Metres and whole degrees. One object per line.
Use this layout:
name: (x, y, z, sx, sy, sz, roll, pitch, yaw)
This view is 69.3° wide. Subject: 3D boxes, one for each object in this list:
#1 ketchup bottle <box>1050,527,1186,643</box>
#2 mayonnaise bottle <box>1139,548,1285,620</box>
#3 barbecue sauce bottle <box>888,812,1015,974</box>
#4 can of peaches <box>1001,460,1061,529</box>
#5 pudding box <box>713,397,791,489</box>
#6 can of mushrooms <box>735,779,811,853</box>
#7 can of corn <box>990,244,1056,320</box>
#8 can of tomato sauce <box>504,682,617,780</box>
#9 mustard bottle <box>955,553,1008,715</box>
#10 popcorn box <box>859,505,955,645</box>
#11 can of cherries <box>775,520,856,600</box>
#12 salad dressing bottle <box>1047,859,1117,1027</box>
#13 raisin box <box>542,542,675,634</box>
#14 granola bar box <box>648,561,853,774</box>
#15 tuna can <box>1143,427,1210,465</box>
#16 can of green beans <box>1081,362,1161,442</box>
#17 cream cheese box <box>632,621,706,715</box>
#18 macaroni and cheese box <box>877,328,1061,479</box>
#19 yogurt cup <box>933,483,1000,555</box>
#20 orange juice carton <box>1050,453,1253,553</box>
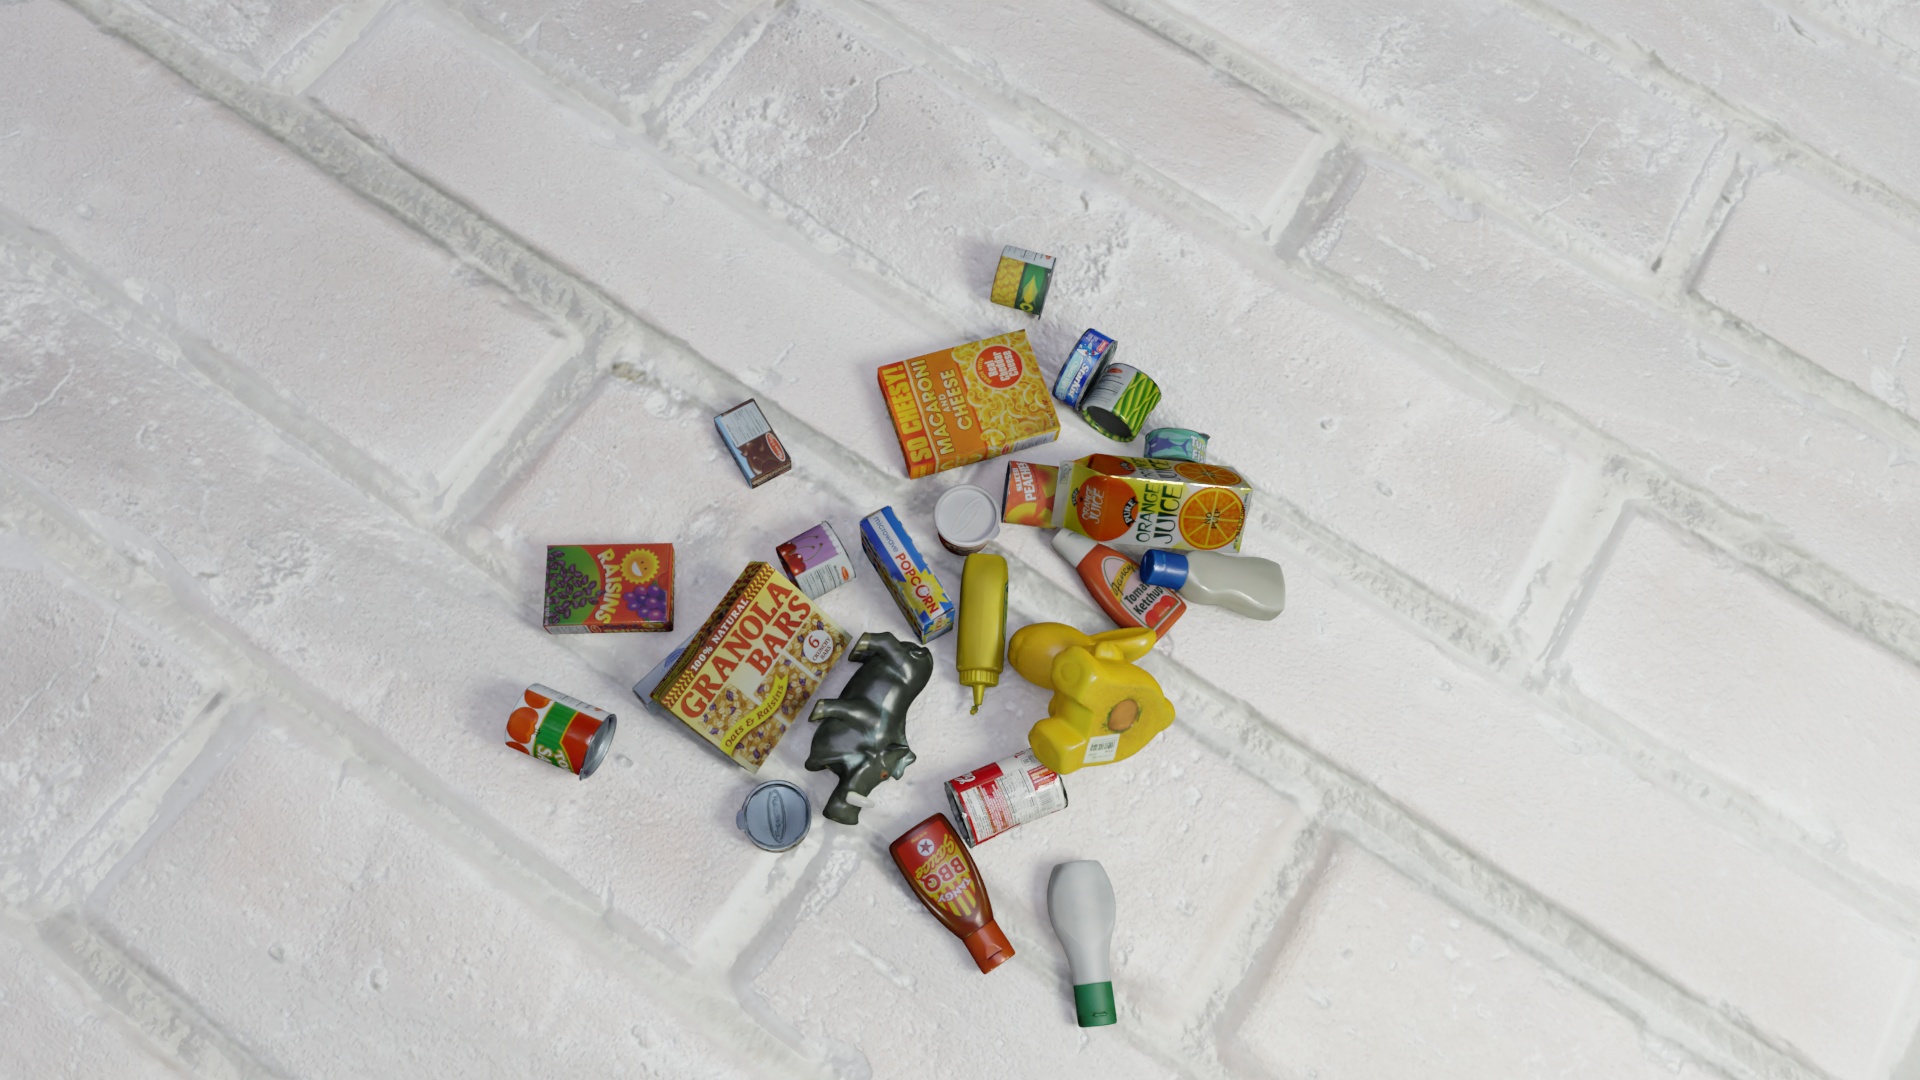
ketchup bottle: (0.157, 0.041, 1.422, 0.149, 0.043, 0.065, 43, 64, 12)
mayonnaise bottle: (0.256, 0.039, 1.410, 0.148, 0.041, 0.065, 11, 57, -15)
barbecue sauce bottle: (-0.004, 0.334, 1.306, 0.065, 0.043, 0.149, -32, 76, -10)
can of peaches: (0.075, -0.048, 1.434, 0.058, 0.071, 0.071, 7, 70, -2)
pudding box: (-0.218, -0.101, 1.456, 0.050, 0.030, 0.084, -29, 75, -14)
can of mushrooms: (-0.177, 0.264, 1.325, 0.071, 0.033, 0.071, 1, 71, -4)
can of corn: (0.068, -0.283, 1.522, 0.058, 0.071, 0.071, 16, 70, 3)
can of tomato sauce: (-0.382, 0.183, 1.324, 0.083, 0.071, 0.071, 21, 71, 5)
mustard bottle: (0.021, 0.095, 1.386, 0.049, 0.065, 0.160, 3, 76, 3)
popcorn box: (-0.054, 0.035, 1.388, 0.038, 0.085, 0.127, -30, 75, -12)
can of cherries: (-0.147, 0.021, 1.399, 0.058, 0.071, 0.071, -29, 75, -12)
salad dressing bottle: (0.118, 0.376, 1.299, 0.064, 0.044, 0.148, -4, 72, -7)
raisin box: (-0.350, 0.048, 1.389, 0.123, 0.040, 0.086, -1, 70, -5)
granola bar box: (-0.200, 0.121, 1.341, 0.124, 0.039, 0.166, 44, 70, -25)
tuna can: (0.228, -0.092, 1.460, 0.071, 0.071, 0.033, 7, 72, -1)
can of green beans: (0.171, -0.146, 1.478, 0.071, 0.071, 0.058, 31, 73, 7)
cream cheese box: (-0.272, 0.124, 1.359, 0.024, 0.053, 0.104, 44, 73, 9)
macaroni and cheese box: (0.008, -0.145, 1.481, 0.167, 0.040, 0.124, -16, 72, -10)
yogurt cup: (0.005, -0.018, 1.427, 0.072, 0.053, 0.072, 1, 70, -3)
orange juice carton: (0.189, -0.039, 1.403, 0.193, 0.073, 0.071, 5, 111, -9)
